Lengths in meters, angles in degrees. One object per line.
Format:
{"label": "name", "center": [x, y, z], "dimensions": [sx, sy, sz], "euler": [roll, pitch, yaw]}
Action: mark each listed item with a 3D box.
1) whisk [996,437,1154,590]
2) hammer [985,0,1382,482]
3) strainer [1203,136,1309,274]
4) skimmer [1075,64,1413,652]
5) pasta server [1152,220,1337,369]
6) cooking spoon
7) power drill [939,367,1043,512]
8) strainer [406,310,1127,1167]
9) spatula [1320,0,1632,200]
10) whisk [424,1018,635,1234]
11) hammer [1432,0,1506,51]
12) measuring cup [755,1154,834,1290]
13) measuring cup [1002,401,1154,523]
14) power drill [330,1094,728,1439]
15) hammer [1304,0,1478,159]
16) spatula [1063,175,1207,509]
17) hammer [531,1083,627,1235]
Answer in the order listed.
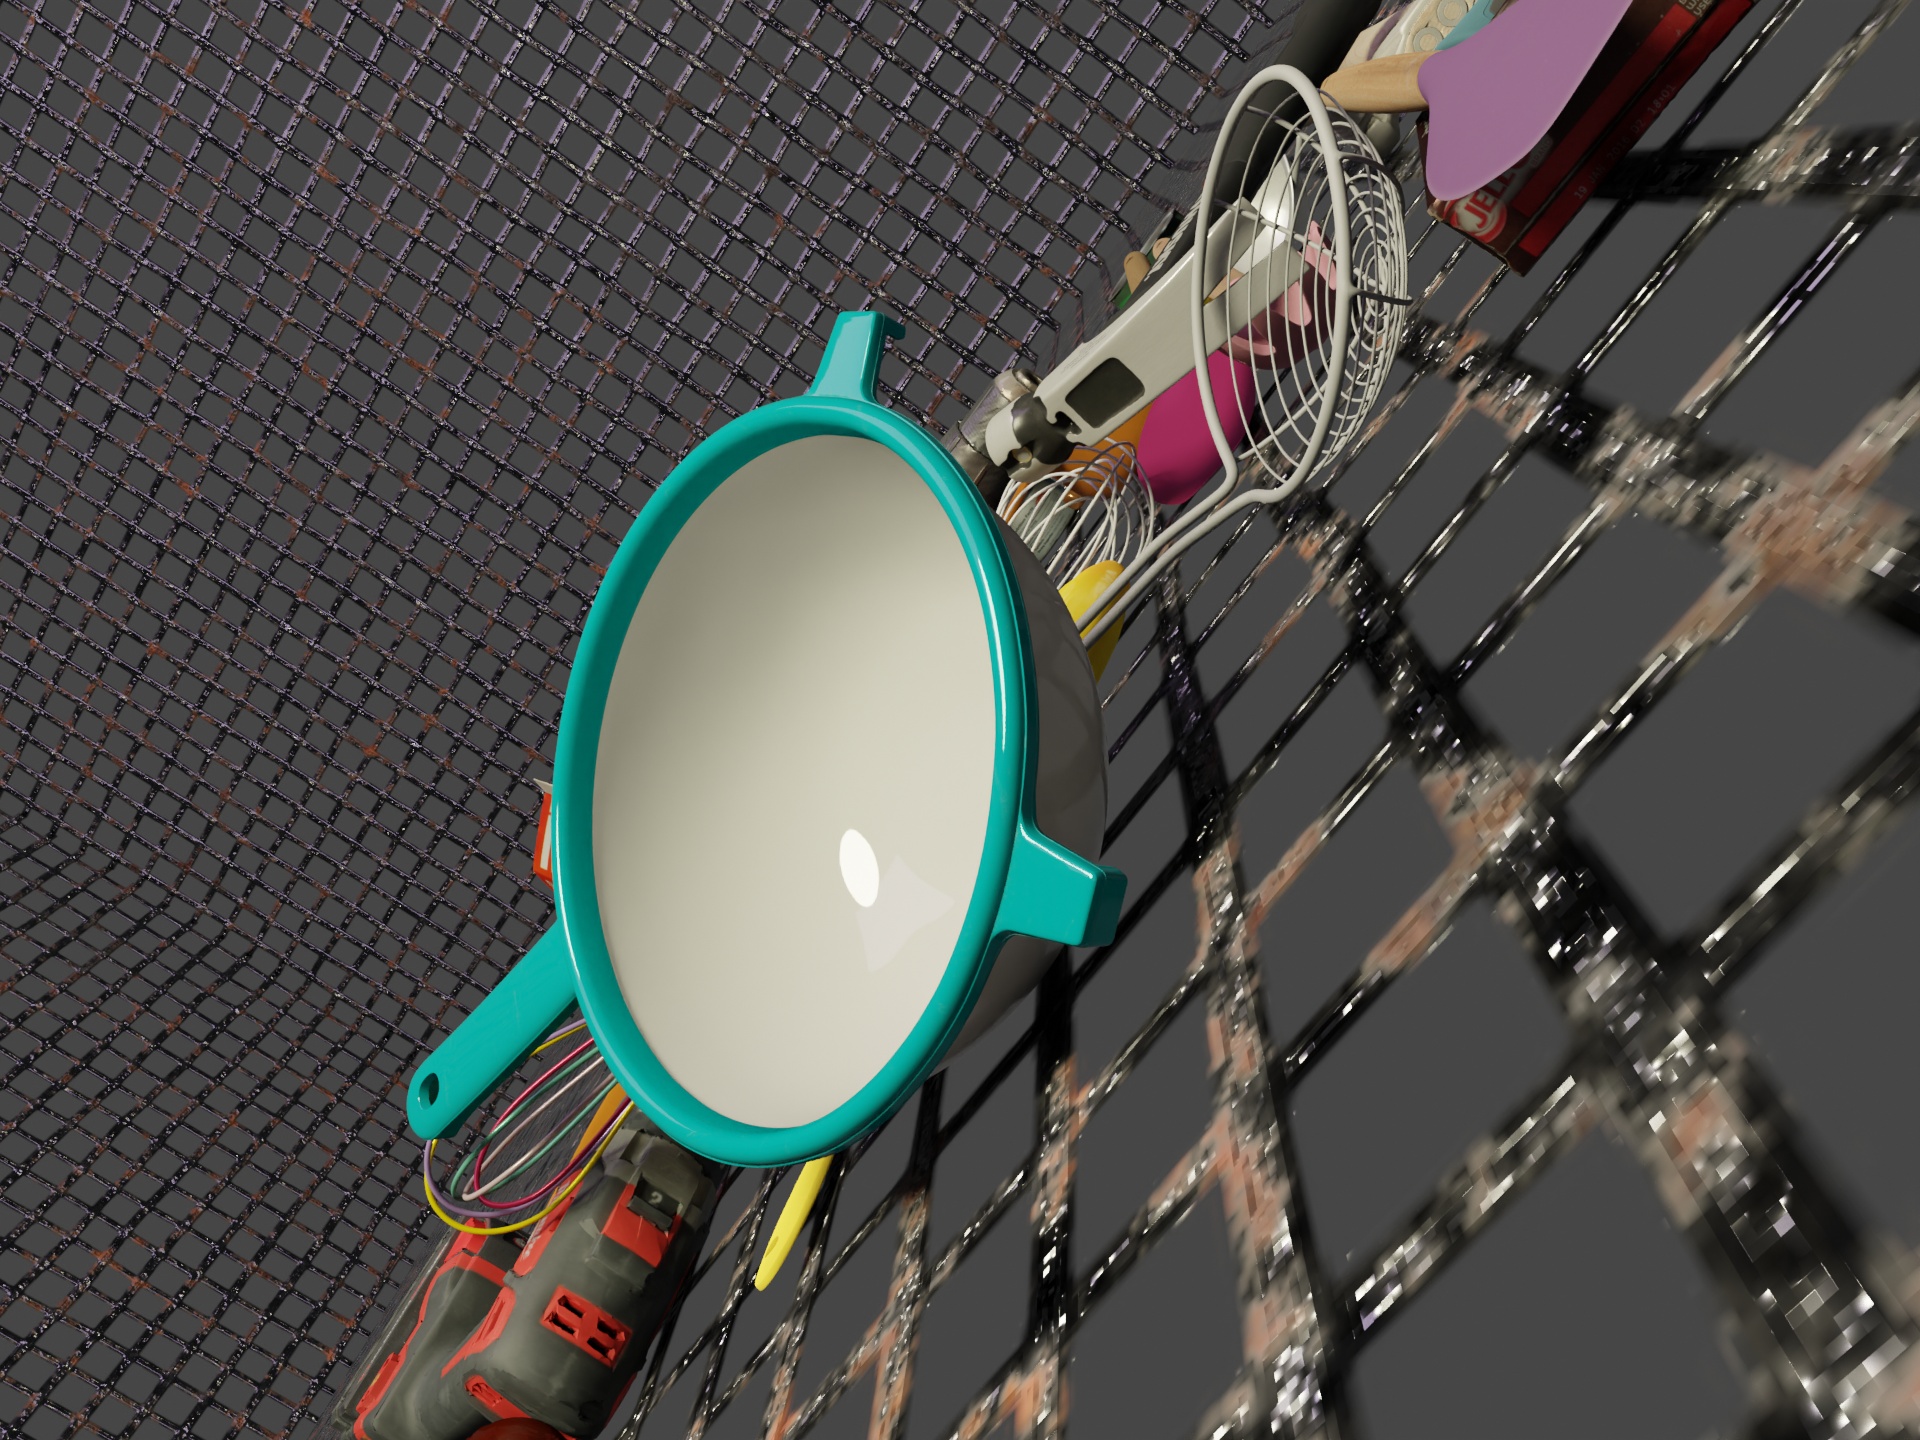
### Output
{"label": "whisk", "center": [-0.001, -0.002, 0.710], "dimensions": [0.284, 0.070, 0.070], "euler": [-58, 6, 20]}
{"label": "hammer", "center": [0.124, -0.239, 0.678], "dimensions": [0.146, 0.035, 0.335], "euler": [-30, 24, 51]}
{"label": "strainer", "center": [0.129, -0.245, 0.902], "dimensions": [0.258, 0.050, 0.087], "euler": [-41, 58, 53]}
{"label": "skimmer", "center": [0.013, -0.038, 0.526], "dimensions": [0.363, 0.090, 0.127], "euler": [-48, 28, 16]}
{"label": "pasta server", "center": [0.119, -0.206, 0.734], "dimensions": [0.060, 0.040, 0.316], "euler": [-45, 18, 13]}
{"label": "cooking spoon", "center": [0.102, -0.181, 0.777], "dimensions": [0.068, 0.017, 0.319], "euler": [-48, 21, 24]}
{"label": "power drill", "center": [-0.007, -0.095, 0.913], "dimensions": [0.185, 0.084, 0.226], "euler": [-52, 18, 26]}
{"label": "strainer", "center": [-0.066, 0.054, 0.503], "dimensions": [0.340, 0.095, 0.211], "euler": [-42, 55, 35]}
{"label": "spatula", "center": [0.138, -0.190, 0.478], "dimensions": [0.059, 0.018, 0.316], "euler": [-59, 8, 20]}
{"label": "whisk", "center": [-0.101, 0.108, 0.620], "dimensions": [0.245, 0.047, 0.051], "euler": [-39, -36, -16]}
{"label": "hammer", "center": [0.287, -0.374, 0.566], "dimensions": [0.331, 0.033, 0.128], "euler": [-53, 9, 18]}
{"label": "measuring cup", "center": [-0.054, 0.131, 0.540], "dimensions": [0.062, 0.029, 0.157], "euler": [-52, 6, 24]}
{"label": "measuring cup", "center": [0.064, -0.130, 0.847], "dimensions": [0.174, 0.052, 0.095], "euler": [-61, 9, -25]}
{"label": "power drill", "center": [-0.168, 0.229, 0.682], "dimensions": [0.226, 0.080, 0.188], "euler": [-44, 13, 43]}
{"label": "hammer", "center": [0.240, -0.388, 0.912], "dimensions": [0.146, 0.038, 0.411], "euler": [-52, 8, 17]}
{"label": "spatula", "center": [0.132, -0.262, 1.024], "dimensions": [0.323, 0.041, 0.081], "euler": [-60, 10, -25]}
{"label": "hammer", "center": [-0.149, 0.156, 0.845], "dimensions": [0.337, 0.034, 0.127], "euler": [-62, -33, -14]}
